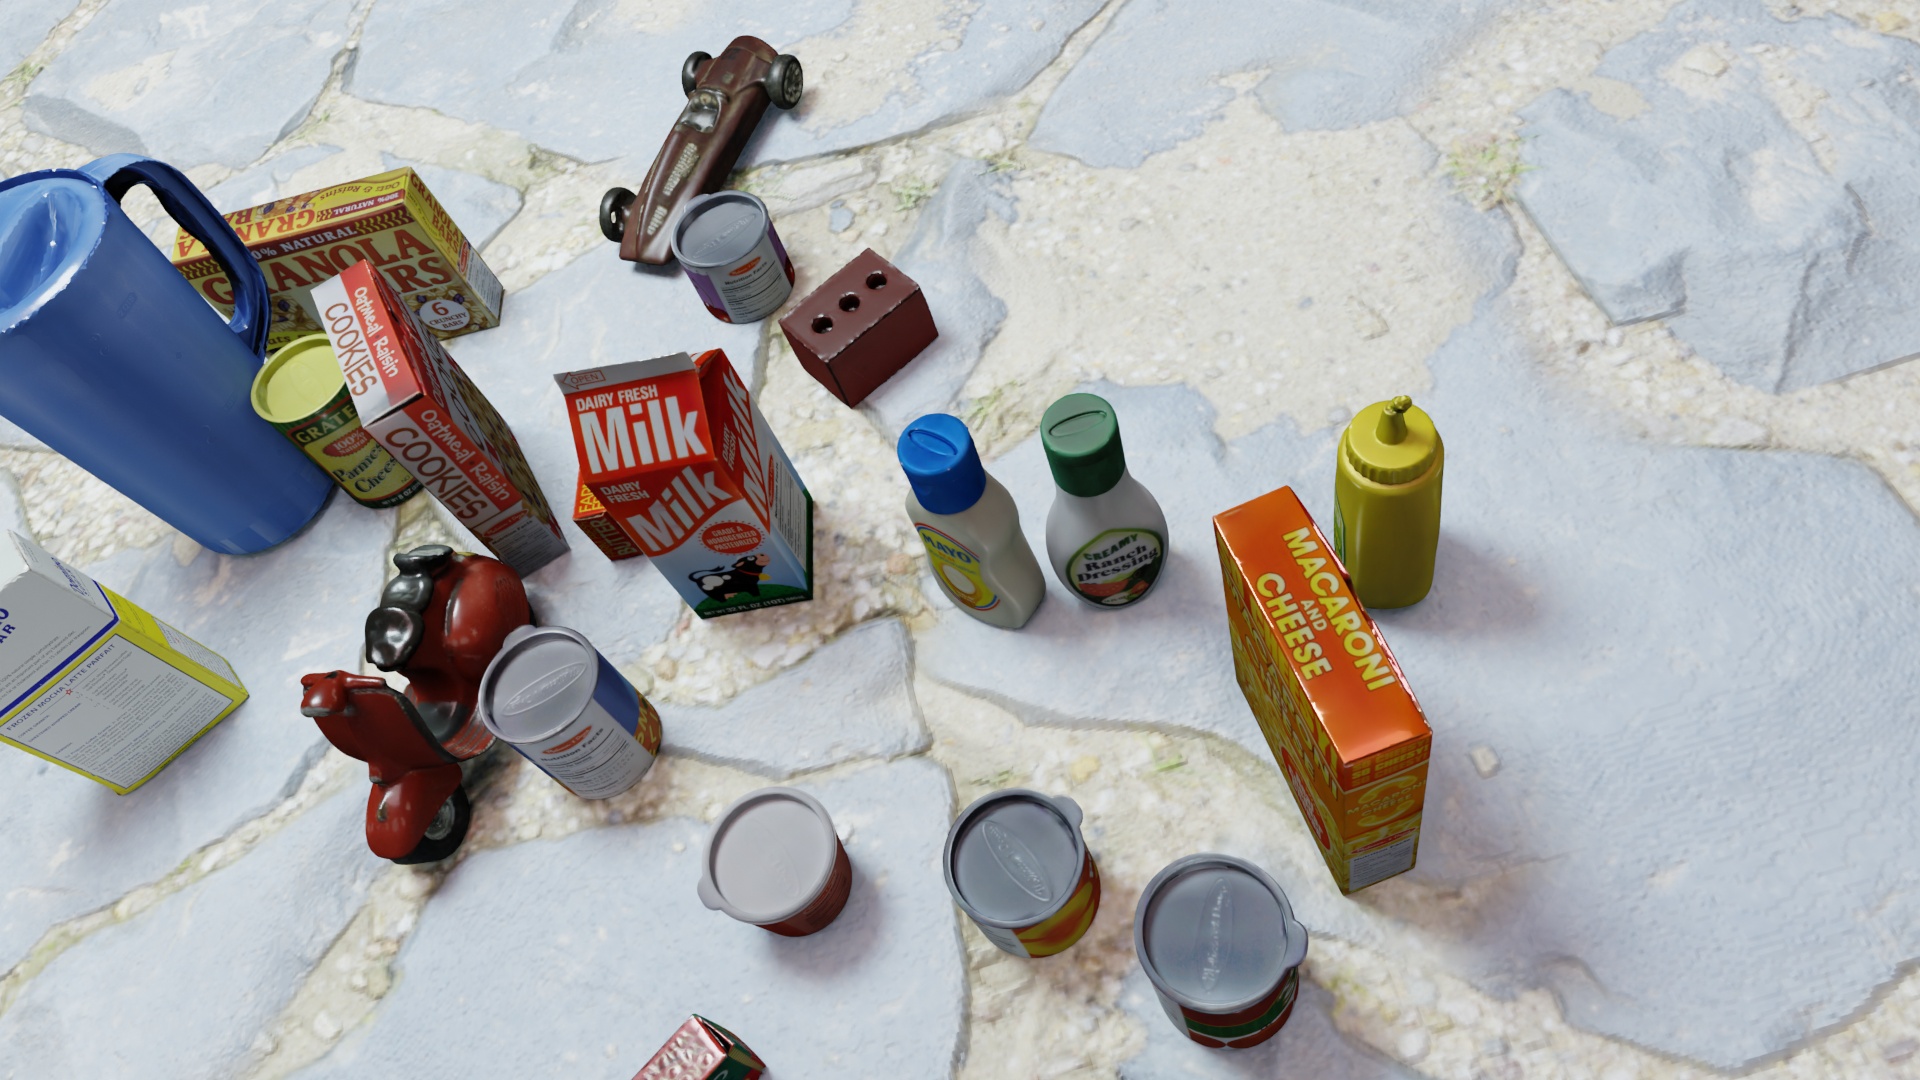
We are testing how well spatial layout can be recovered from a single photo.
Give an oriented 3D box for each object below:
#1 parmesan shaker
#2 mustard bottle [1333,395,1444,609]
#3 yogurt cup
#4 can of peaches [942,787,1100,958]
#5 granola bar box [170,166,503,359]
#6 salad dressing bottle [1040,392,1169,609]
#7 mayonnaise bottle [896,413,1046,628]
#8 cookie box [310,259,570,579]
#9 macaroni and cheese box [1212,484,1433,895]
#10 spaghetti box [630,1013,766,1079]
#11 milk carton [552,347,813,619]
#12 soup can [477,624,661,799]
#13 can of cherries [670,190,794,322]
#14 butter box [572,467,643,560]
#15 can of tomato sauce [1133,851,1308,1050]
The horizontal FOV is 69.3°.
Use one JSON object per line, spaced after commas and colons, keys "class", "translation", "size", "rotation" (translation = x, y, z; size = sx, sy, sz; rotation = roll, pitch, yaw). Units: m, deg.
{"class": "parmesan shaker", "translation": [-0.384, -0.075, 0.879], "size": [0.071, 0.102, 0.071], "rotation": [-7, 58, 11]}
{"class": "mustard bottle", "translation": [0.203, -0.025, 0.662], "size": [0.049, 0.159, 0.065], "rotation": [-4, 59, 12]}
{"class": "yogurt cup", "translation": [-0.087, 0.162, 0.687], "size": [0.072, 0.053, 0.073], "rotation": [-7, 58, 11]}
{"class": "can of peaches", "translation": [0.032, 0.157, 0.657], "size": [0.071, 0.057, 0.071], "rotation": [-7, 58, 11]}
{"class": "granola bar box", "translation": [-0.416, -0.177, 0.937], "size": [0.165, 0.123, 0.039], "rotation": [-12, 57, 7]}
{"class": "salad dressing bottle", "translation": [0.069, -0.018, 0.700], "size": [0.064, 0.147, 0.044], "rotation": [-19, 57, 3]}
{"class": "mayonnaise bottle", "translation": [0.003, -0.009, 0.712], "size": [0.065, 0.147, 0.041], "rotation": [26, 69, 27]}
{"class": "cookie box", "translation": [-0.302, -0.068, 0.815], "size": [0.040, 0.166, 0.123], "rotation": [-32, 57, -5]}
{"class": "macaroni and cheese box", "translation": [0.158, 0.070, 0.612], "size": [0.040, 0.165, 0.124], "rotation": [-22, 57, 1]}
{"class": "spaghetti box", "translation": [-0.190, 0.319, 0.620], "size": [0.029, 0.050, 0.251], "rotation": [36, 74, 30]}
{"class": "milk carton", "translation": [-0.141, -0.037, 0.741], "size": [0.072, 0.189, 0.074], "rotation": [-10, 58, 9]}
{"class": "soup can", "translation": [-0.207, 0.091, 0.743], "size": [0.071, 0.083, 0.071], "rotation": [-7, 58, 11]}
{"class": "can of cherries", "translation": [-0.149, -0.188, 0.914], "size": [0.071, 0.058, 0.072], "rotation": [-7, 58, 11]}
{"class": "butter box", "translation": [-0.209, -0.044, 0.845], "size": [0.024, 0.053, 0.104], "rotation": [-8, 58, 10]}
{"class": "can of tomato sauce", "translation": [0.115, 0.181, 0.605], "size": [0.071, 0.082, 0.071], "rotation": [-7, 58, 11]}
